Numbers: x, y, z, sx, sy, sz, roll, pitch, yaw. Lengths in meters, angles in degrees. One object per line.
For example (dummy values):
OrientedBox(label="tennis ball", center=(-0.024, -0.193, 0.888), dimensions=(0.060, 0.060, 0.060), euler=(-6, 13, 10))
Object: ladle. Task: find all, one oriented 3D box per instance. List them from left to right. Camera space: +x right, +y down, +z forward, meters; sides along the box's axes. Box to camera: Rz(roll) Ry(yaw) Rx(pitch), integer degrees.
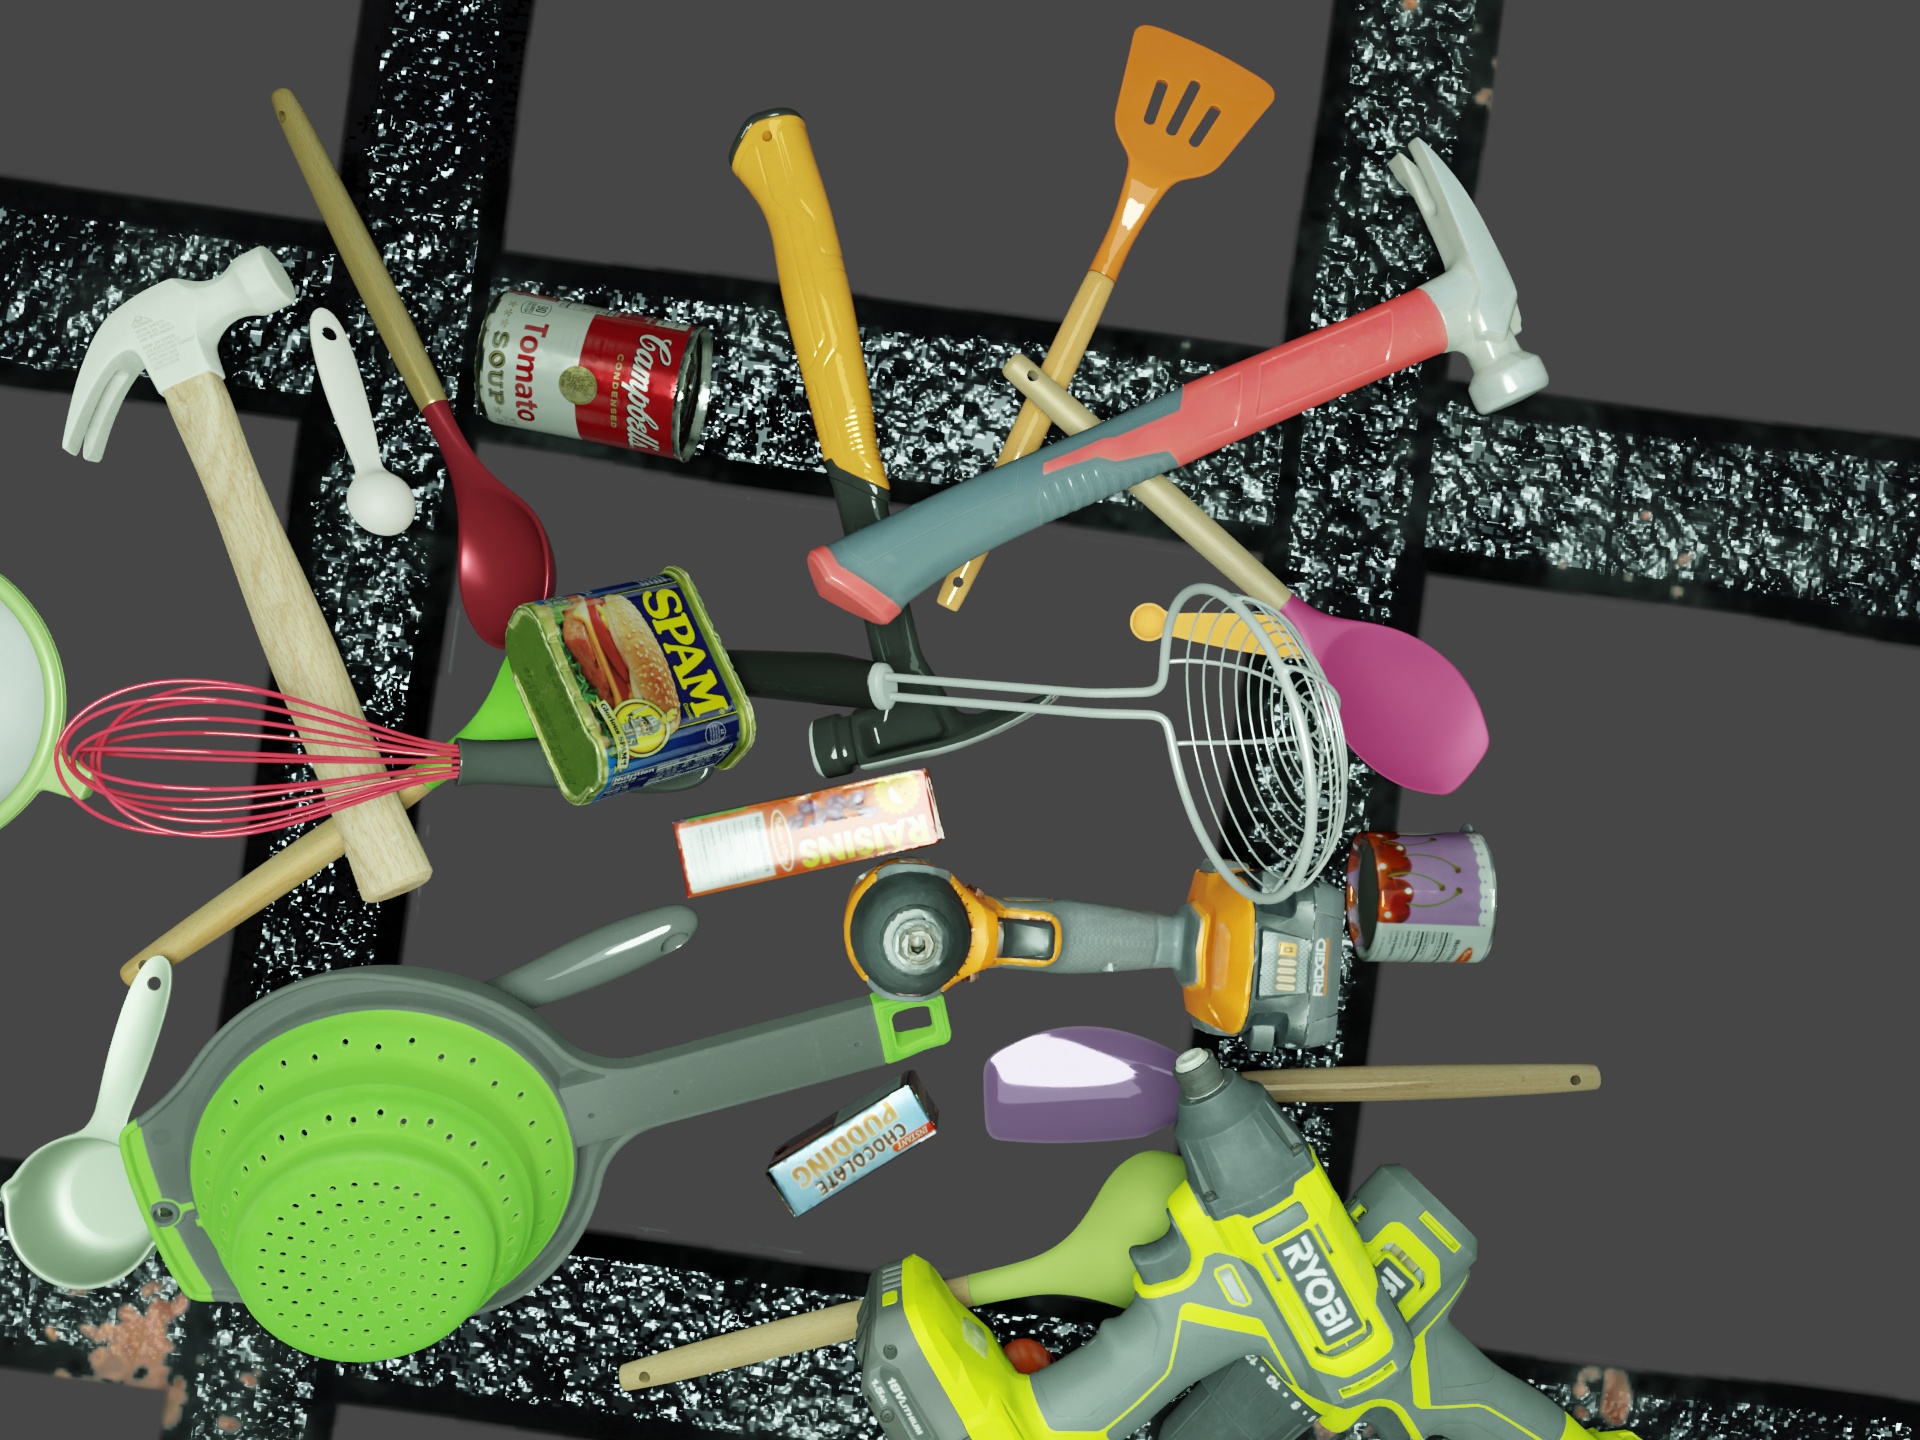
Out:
OrientedBox(label="ladle", center=(-0.280, -0.182, 0.809), dimensions=(0.069, 0.031, 0.315), euler=(-28, 86, 30))
OrientedBox(label="ladle", center=(-0.019, 0.291, 0.808), dimensions=(0.320, 0.062, 0.078), euler=(-16, 91, 6))

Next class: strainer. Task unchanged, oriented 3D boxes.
OrientedBox(label="strainer", center=(-0.552, 0.011, 0.783), dimensions=(0.256, 0.069, 0.151), euler=(-23, 92, 0))

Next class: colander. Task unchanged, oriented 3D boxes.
OrientedBox(label="colander", center=(-0.192, 0.206, 0.749), dimensions=(0.397, 0.095, 0.204), euler=(-14, 111, -7))

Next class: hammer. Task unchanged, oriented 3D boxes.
OrientedBox(label="hammer", center=(-0.344, -0.065, 0.793), dimensions=(0.130, 0.031, 0.331), euler=(-24, 84, 1))
OrientedBox(label="hammer", center=(-0.050, -0.146, 0.803), dimensions=(0.127, 0.034, 0.337), euler=(-14, 88, 12))
OrientedBox(label="hammer", center=(0.099, -0.157, 0.776), dimensions=(0.386, 0.038, 0.143), euler=(-25, 89, -12))

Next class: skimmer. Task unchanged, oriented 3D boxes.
OrientedBox(label="skimmer", center=(-0.001, -0.002, 0.693), dimensions=(0.363, 0.090, 0.127), euler=(6, 113, 33))

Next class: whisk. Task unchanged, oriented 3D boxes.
OrientedBox(label="whisk", center=(-0.257, 0.019, 0.749), dimensions=(0.295, 0.073, 0.073), euler=(1, 89, -28))
OrientedBox(label="whisk", center=(-0.245, 0.142, 0.799), dimensions=(0.239, 0.055, 0.055), euler=(-22, 90, -5))

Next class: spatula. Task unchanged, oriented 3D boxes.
OrientedBox(label="spatula", center=(0.062, -0.204, 0.820), dimensions=(0.081, 0.041, 0.322), euler=(25, 93, -1))
OrientedBox(label="spatula", center=(0.170, 0.185, 0.818), dimensions=(0.316, 0.018, 0.060), euler=(-1, 88, 0))

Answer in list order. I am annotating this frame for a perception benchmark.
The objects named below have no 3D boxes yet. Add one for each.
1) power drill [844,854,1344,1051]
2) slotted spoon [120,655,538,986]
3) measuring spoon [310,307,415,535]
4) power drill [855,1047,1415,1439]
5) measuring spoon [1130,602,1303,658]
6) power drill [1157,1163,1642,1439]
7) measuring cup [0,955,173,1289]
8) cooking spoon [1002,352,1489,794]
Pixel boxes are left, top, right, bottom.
OrientedBox(label="power drill", center=(0.058, 0.104, 0.746), dimensions=(0.226, 0.164, 0.084), euler=(5, 87, -3))
OrientedBox(label="slotted spoon", center=(-0.293, 0.045, 0.809), dimensions=(0.314, 0.031, 0.070), euler=(-34, 90, 0))
OrientedBox(label="measuring spoon", center=(-0.305, -0.154, 0.808), dimensions=(0.034, 0.018, 0.124), euler=(-15, 85, -44))
OrientedBox(label="power drill", center=(0.071, 0.265, 0.725), dimensions=(0.223, 0.080, 0.171), euler=(-29, 96, 1))
OrientedBox(label="measuring spoon", center=(0.145, -0.046, 0.826), dimensions=(0.117, 0.011, 0.021), euler=(6, 91, -4))
OrientedBox(label="power drill", center=(0.229, 0.363, 0.788), dimensions=(0.228, 0.080, 0.190), euler=(44, 89, 3))
OrientedBox(label="measuring cup", center=(-0.419, 0.198, 0.800), dimensions=(0.083, 0.038, 0.167), euler=(16, 87, -1))
OrientedBox(label="cooking spoon", center=(0.145, -0.077, 0.808), dimensions=(0.319, 0.017, 0.069), euler=(41, 86, -6))
